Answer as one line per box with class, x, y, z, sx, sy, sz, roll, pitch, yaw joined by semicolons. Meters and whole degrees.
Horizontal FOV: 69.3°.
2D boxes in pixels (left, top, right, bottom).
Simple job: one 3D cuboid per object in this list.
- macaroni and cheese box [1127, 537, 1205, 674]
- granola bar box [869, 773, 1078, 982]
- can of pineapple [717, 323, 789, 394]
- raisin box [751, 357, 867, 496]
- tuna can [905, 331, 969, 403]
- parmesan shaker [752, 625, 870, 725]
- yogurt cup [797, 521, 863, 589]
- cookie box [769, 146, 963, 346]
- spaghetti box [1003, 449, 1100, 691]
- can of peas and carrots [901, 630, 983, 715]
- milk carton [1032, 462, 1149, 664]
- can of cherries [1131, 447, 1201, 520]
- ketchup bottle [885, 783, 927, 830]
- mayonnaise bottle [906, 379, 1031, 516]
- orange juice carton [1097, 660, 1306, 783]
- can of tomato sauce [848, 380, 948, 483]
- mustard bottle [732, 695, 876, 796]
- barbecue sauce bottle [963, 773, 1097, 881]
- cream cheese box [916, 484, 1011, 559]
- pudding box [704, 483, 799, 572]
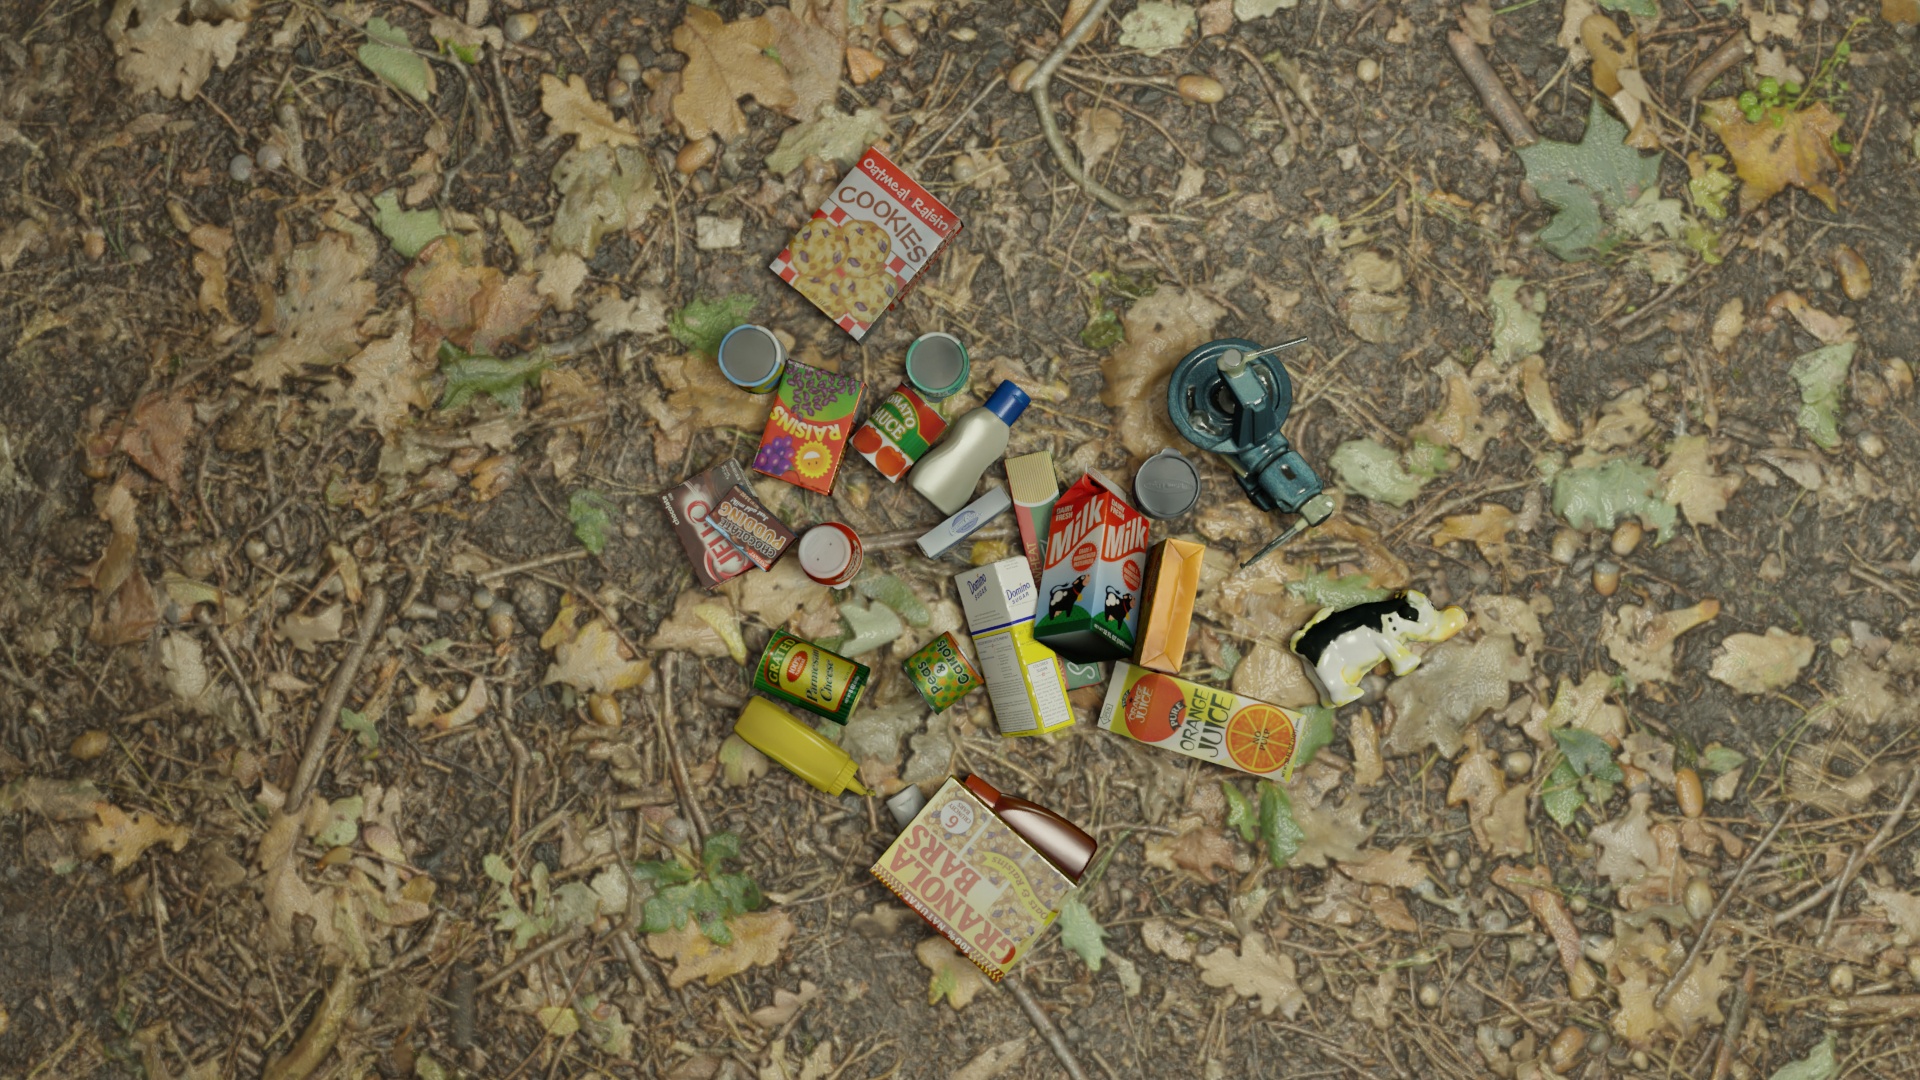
macaroni and cheese box;0.198;0.063;1.357;0.040;0.166;0.123;12;88;3
granola bar box;0.013;0.331;1.368;0.165;0.039;0.124;41;88;3
can of pineapple;-0.215;-0.186;1.439;0.071;0.058;0.071;0;87;2
raisin box;-0.155;-0.117;1.443;0.086;0.040;0.123;18;88;2
tuna can;-0.024;-0.180;1.445;0.071;0.033;0.071;0;87;2
parmesan shaker;-0.150;0.137;1.416;0.103;0.071;0.071;22;88;3
yogurt cup;-0.136;0.013;1.428;0.072;0.054;0.072;0;86;2
cookie box;-0.097;-0.307;1.451;0.123;0.040;0.167;40;90;3
spaghetti box;0.095;0.032;1.431;0.050;0.028;0.250;-13;86;2
can of peas and carrots;-0.018;0.134;1.409;0.059;0.071;0.071;-35;87;0
milk carton;0.133;0.020;1.378;0.073;0.072;0.191;-14;54;40
can of cherries;0.210;-0.056;1.417;0.071;0.058;0.071;0;87;3
ketchup bottle;-0.022;0.319;1.413;0.065;0.043;0.149;-33;86;-2
mayonnaise bottle;0.013;-0.099;1.432;0.064;0.041;0.148;41;87;-22
orange juice carton;0.240;0.180;1.396;0.193;0.073;0.072;16;88;3
can of tomato sauce;-0.065;-0.111;1.424;0.071;0.071;0.083;42;90;3
mustard bottle;-0.155;0.218;1.414;0.160;0.065;0.049;34;85;0
barbecue sauce bottle;0.062;0.292;1.411;0.148;0.043;0.065;33;89;4
cream cheese box;0.005;-0.018;1.425;0.104;0.053;0.024;-34;85;0
pudding box;-0.211;-0.012;1.405;0.084;0.030;0.049;42;90;1
